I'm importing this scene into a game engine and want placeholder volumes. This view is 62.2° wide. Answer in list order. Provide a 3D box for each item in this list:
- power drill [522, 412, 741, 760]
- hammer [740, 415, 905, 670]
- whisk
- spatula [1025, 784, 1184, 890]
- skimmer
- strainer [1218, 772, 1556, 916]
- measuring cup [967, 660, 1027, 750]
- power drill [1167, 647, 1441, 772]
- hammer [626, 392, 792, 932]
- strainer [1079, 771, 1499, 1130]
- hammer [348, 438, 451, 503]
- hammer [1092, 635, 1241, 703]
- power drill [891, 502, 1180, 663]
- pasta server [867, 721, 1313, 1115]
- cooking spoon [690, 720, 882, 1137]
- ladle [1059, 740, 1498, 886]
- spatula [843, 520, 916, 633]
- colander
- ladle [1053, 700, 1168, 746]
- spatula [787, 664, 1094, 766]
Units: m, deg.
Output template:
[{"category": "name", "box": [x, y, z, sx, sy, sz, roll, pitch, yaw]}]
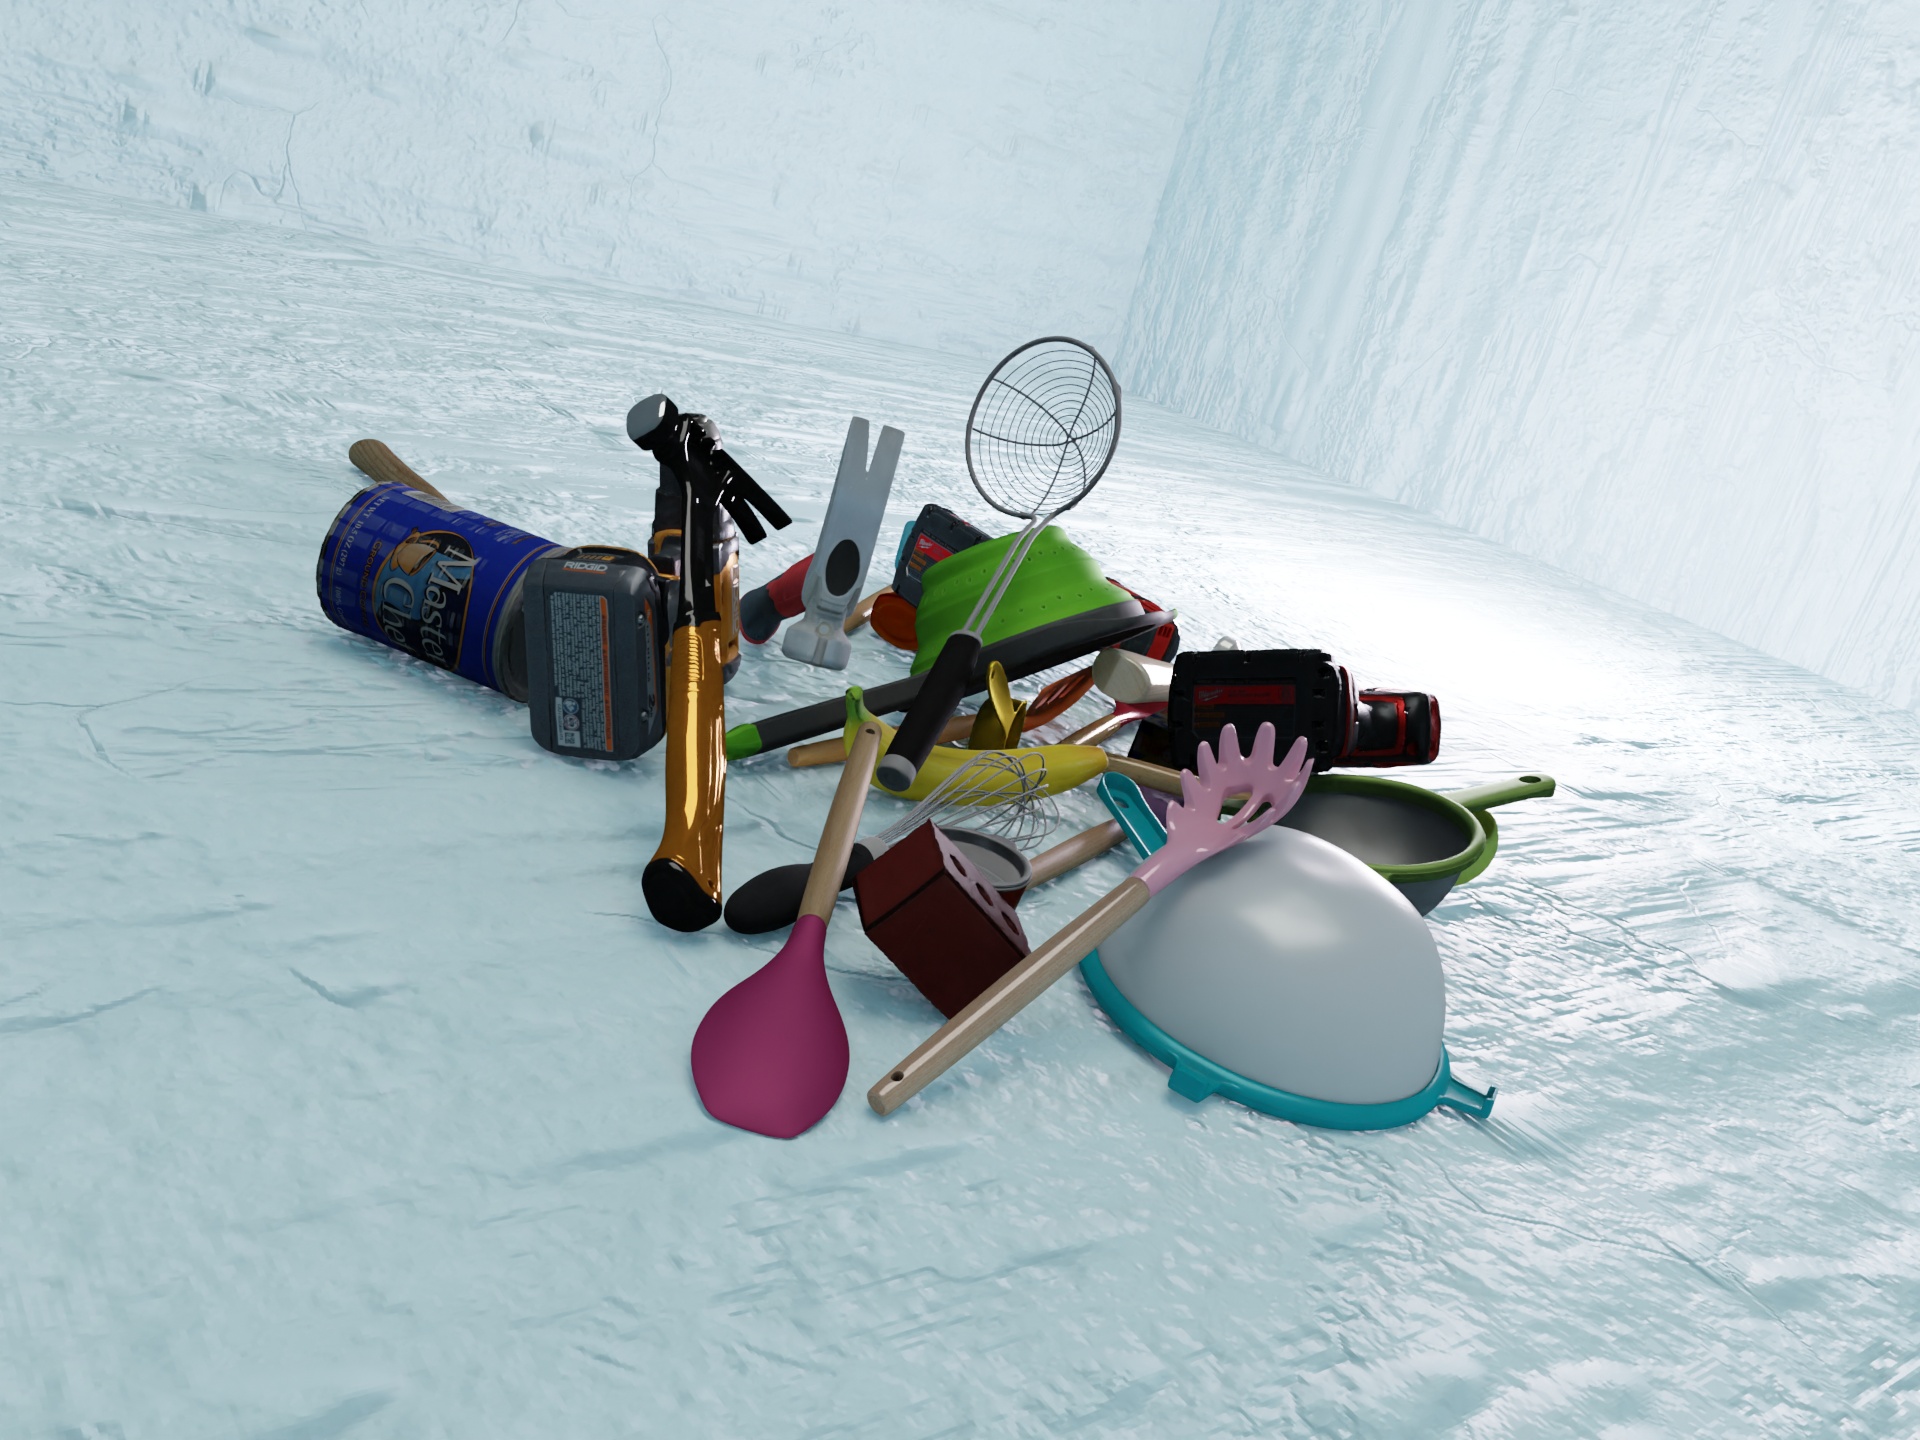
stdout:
[{"category": "power drill", "box": [-0.196, -0.089, 1.009, 0.084, 0.185, 0.226, 6, 20, 9]}, {"category": "hammer", "box": [-0.107, -0.102, 1.069, 0.038, 0.143, 0.386, 16, -3, -14]}, {"category": "whisk", "box": [-0.033, 0.069, 0.898, 0.070, 0.070, 0.284, 27, 26, 29]}, {"category": "spatula", "box": [0.098, 0.072, 1.045, 0.060, 0.018, 0.316, 27, 20, 22]}, {"category": "skimmer", "box": [0.011, -0.111, 1.019, 0.127, 0.090, 0.363, -7, 40, 34]}, {"category": "strainer", "box": [0.303, 0.085, 1.059, 0.256, 0.069, 0.152, -9, 23, -31]}, {"category": "measuring cup", "box": [0.018, -0.008, 1.056, 0.029, 0.062, 0.156, 16, -18, 13]}, {"category": "power drill", "box": [0.235, 0.000, 1.106, 0.143, 0.078, 0.219, 0, -4, 34]}, {"category": "hammer", "box": [-0.142, -0.031, 0.882, 0.127, 0.034, 0.337, 43, 31, -44]}, {"category": "strainer", "box": [0.158, 0.087, 0.906, 0.211, 0.095, 0.341, 8, 24, -22]}, {"category": "hammer", "box": [-0.422, -0.166, 1.276, 0.130, 0.031, 0.332, 0, 24, -41]}, {"category": "hammer", "box": [0.209, -0.025, 1.257, 0.146, 0.038, 0.410, 30, 14, 22]}, {"category": "power drill", "box": [0.056, -0.112, 1.339, 0.226, 0.080, 0.188, 13, 17, -37]}, {"category": "pasta server", "box": [0.070, 0.090, 0.771, 0.060, 0.040, 0.316, 26, 43, 35]}, {"category": "cooking spoon", "box": [-0.069, 0.085, 0.784, 0.068, 0.017, 0.319, 17, 31, -3]}, {"category": "ladle", "box": [0.225, 0.054, 1.121, 0.320, 0.062, 0.078, 16, 22, -6]}, {"category": "spatula", "box": [-0.060, -0.125, 1.439, 0.082, 0.044, 0.317, 22, 20, 8]}, {"category": "colander", "box": [-0.024, -0.061, 1.098, 0.397, 0.094, 0.204, -18, -2, -38]}, {"category": "ladle", "box": [0.109, 0.007, 1.230, 0.069, 0.031, 0.315, 21, 21, 21]}, {"category": "spatula", "box": [-0.002, -0.004, 1.139, 0.081, 0.041, 0.322, -24, -9, 42]}]
